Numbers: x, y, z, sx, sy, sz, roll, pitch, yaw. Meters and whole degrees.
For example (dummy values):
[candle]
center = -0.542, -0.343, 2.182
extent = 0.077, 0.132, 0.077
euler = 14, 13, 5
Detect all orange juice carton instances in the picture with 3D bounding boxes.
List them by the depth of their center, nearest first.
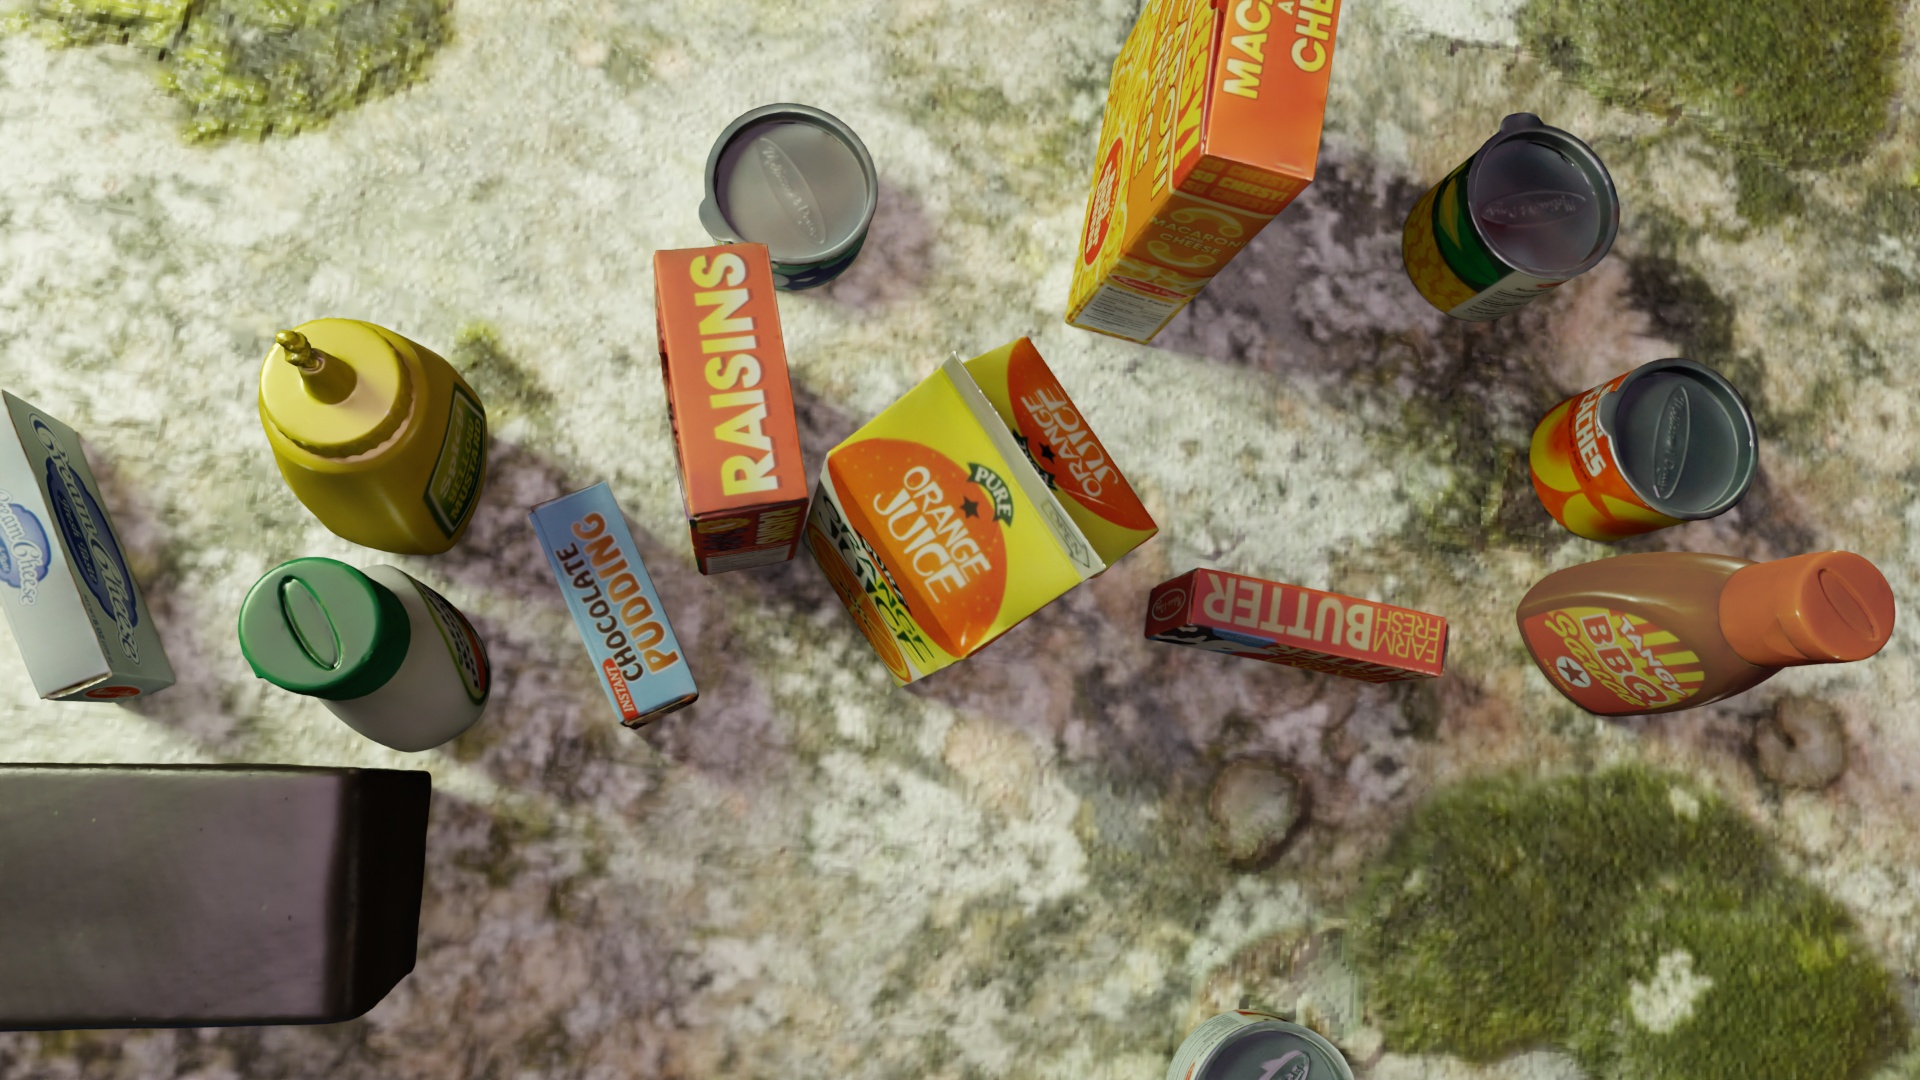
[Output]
[orange juice carton]
center = 0.002, -0.006, 0.451
extent = 0.073, 0.192, 0.072
euler = -33, 87, -13

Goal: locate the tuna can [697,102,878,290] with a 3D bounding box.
[tuna can]
center = -0.069, -0.132, 0.543
extent = 0.071, 0.032, 0.071
euler = 2, 80, -10

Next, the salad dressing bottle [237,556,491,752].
[salad dressing bottle]
center = -0.183, 0.034, 0.435
extent = 0.044, 0.147, 0.064
euler = -28, 86, -13

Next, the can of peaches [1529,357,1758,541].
[can of peaches]
center = 0.278, -0.037, 0.574
extent = 0.071, 0.058, 0.071
euler = 2, 80, -10

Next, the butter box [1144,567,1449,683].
[butter box]
center = 0.129, 0.034, 0.538
extent = 0.103, 0.053, 0.024
euler = 11, 79, -8

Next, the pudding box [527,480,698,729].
[pudding box]
center = -0.123, 0.024, 0.497
extent = 0.030, 0.049, 0.084
euler = -24, 85, -13

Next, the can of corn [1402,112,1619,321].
[can of corn]
center = 0.228, -0.134, 0.582
extent = 0.071, 0.058, 0.071
euler = 2, 80, -10

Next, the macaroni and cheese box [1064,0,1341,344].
[macaroni and cheese box]
center = 0.085, -0.156, 0.506
extent = 0.040, 0.166, 0.124
euler = 13, 79, -7

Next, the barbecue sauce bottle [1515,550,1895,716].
[barbecue sauce bottle]
center = 0.271, 0.032, 0.514
extent = 0.044, 0.148, 0.065
euler = -38, 89, -13

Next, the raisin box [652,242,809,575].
[raisin box]
center = -0.080, -0.040, 0.479
extent = 0.040, 0.123, 0.086
euler = -8, 82, -11

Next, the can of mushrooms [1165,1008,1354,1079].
[can of mushrooms]
center = 0.112, 0.211, 0.514
extent = 0.071, 0.033, 0.071
euler = 2, 80, -10

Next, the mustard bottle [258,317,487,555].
[mustard bottle]
center = -0.186, -0.035, 0.440
extent = 0.049, 0.160, 0.065
euler = 11, 79, -8

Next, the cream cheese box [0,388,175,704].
[cream cheese box]
center = -0.304, 0.005, 0.468
extent = 0.024, 0.053, 0.104
euler = -24, 85, -13
